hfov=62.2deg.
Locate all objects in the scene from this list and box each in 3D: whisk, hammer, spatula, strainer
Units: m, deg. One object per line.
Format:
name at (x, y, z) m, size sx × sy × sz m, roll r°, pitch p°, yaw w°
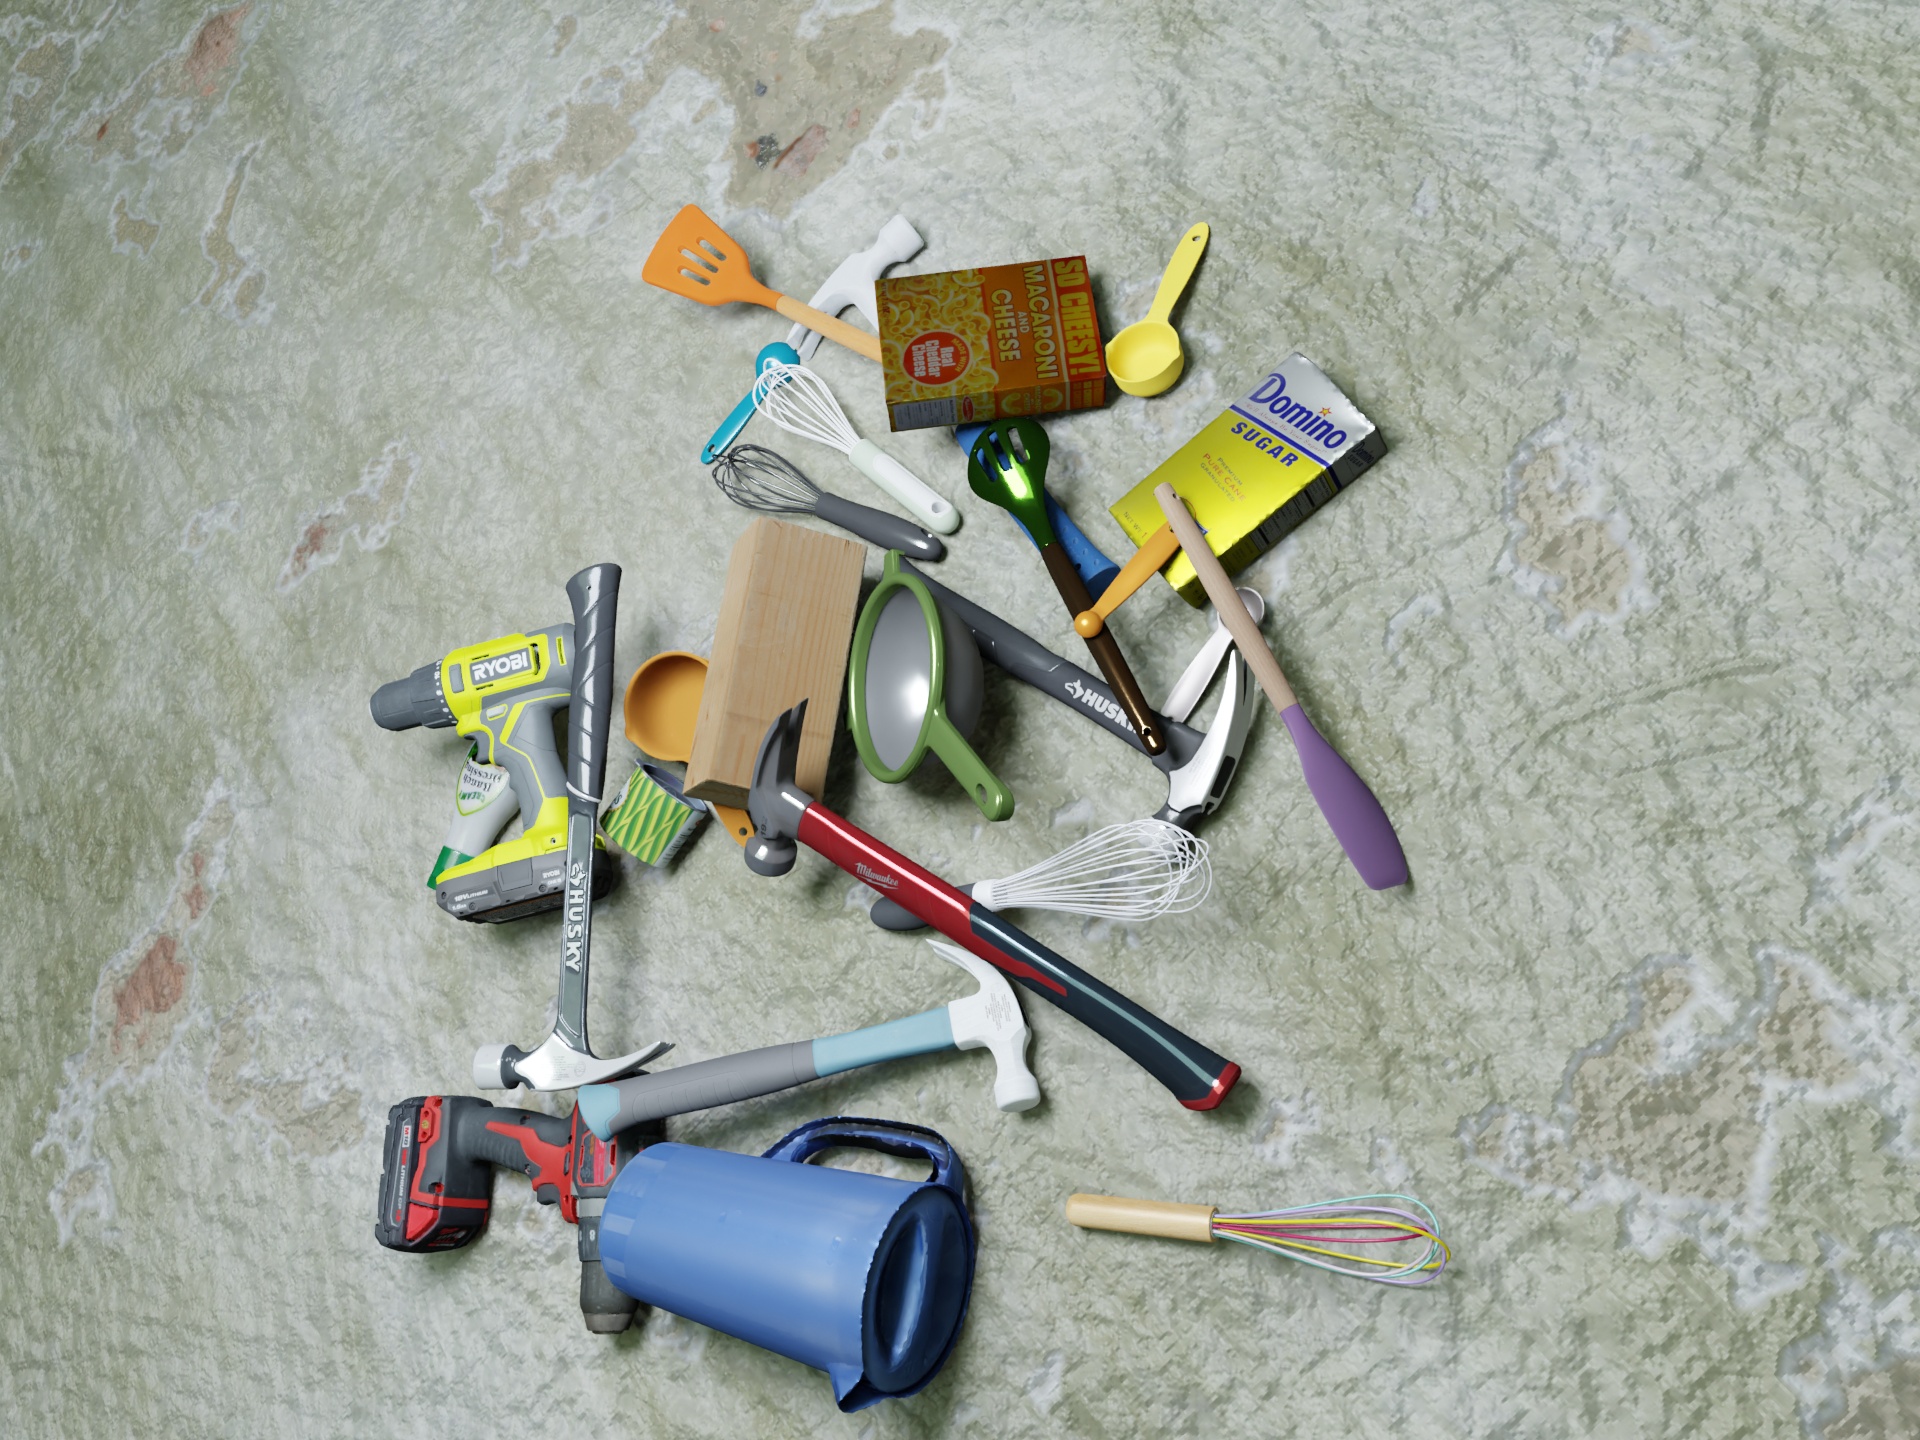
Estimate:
whisk at (0.046, 0.117, 1.088) m, size 0.284 × 0.070 × 0.070 m, roll -15°, pitch 66°, yaw 37°
whisk at (0.176, 0.309, 0.977) m, size 0.245 × 0.047 × 0.051 m, roll -4°, pitch 73°, yaw 30°
hammer at (-0.113, 0.242, 1.117) m, size 0.331 × 0.033 × 0.128 m, roll -15°, pitch 59°, yaw 9°
hammer at (-0.003, -0.238, 1.263) m, size 0.144 × 0.035 × 0.406 m, roll -40°, pitch 59°, yaw 10°
spatula at (-0.137, -0.343, 1.324) m, size 0.323 × 0.041 × 0.081 m, roll 32°, pitch 88°, yaw 31°
strainer at (-0.002, -0.004, 1.102) m, size 0.257 × 0.069 × 0.151 m, roll 51°, pitch 131°, yaw 52°
whisk at (-0.086, -0.224, 1.297) m, size 0.058 × 0.059 × 0.247 m, roll -37°, pitch 60°, yaw -20°
hammer at (-0.285, 0.075, 1.219) m, size 0.149 × 0.036 × 0.409 m, roll -3°, pitch 75°, yaw 12°
spatula at (0.207, -0.029, 1.050) m, size 0.018 × 0.059 × 0.316 m, roll -46°, pitch 63°, yaw 42°
hammer at (0.063, -0.042, 1.156) m, size 0.335 × 0.035 × 0.146 m, roll 33°, pitch 98°, yaw 34°
hammer at (0.017, 0.129, 1.057) m, size 0.386 × 0.038 × 0.143 m, roll 30°, pitch 128°, yaw 21°
whisk at (-0.111, -0.176, 1.293) m, size 0.239 × 0.055 × 0.055 m, roll 25°, pitch 86°, yaw 28°

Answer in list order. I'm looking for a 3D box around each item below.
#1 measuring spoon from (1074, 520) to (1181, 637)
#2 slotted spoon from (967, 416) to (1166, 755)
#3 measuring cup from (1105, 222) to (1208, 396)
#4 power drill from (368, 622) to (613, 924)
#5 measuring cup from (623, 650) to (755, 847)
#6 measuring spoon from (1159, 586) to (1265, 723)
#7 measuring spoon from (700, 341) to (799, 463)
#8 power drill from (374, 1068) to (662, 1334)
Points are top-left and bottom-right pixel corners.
measuring spoon at (0.120, -0.102, 1.096) m, size 0.021 × 0.011 × 0.117 m, roll 39°, pitch 80°, yaw 25°
slotted spoon at (0.076, -0.104, 1.129) m, size 0.070 × 0.031 × 0.314 m, roll -32°, pitch 59°, yaw 14°
measuring cup at (0.160, -0.313, 1.214) m, size 0.062 × 0.029 × 0.156 m, roll 14°, pitch 68°, yaw 30°
power drill at (-0.382, 0.046, 1.304) m, size 0.190 × 0.080 × 0.229 m, roll -15°, pitch 76°, yaw 7°
measuring cup at (-0.200, 0.026, 1.272) m, size 0.095 × 0.052 × 0.174 m, roll -32°, pitch 79°, yaw 10°
measuring spoon at (0.174, -0.037, 1.116) m, size 0.034 × 0.018 × 0.124 m, roll 37°, pitch 99°, yaw 33°
measuring spoon at (-0.189, -0.278, 1.381) m, size 0.042 × 0.021 × 0.128 m, roll 40°, pitch 92°, yaw 32°
power drill at (-0.328, 0.365, 1.206) m, size 0.227 × 0.080 × 0.188 m, roll -9°, pitch 70°, yaw 22°
